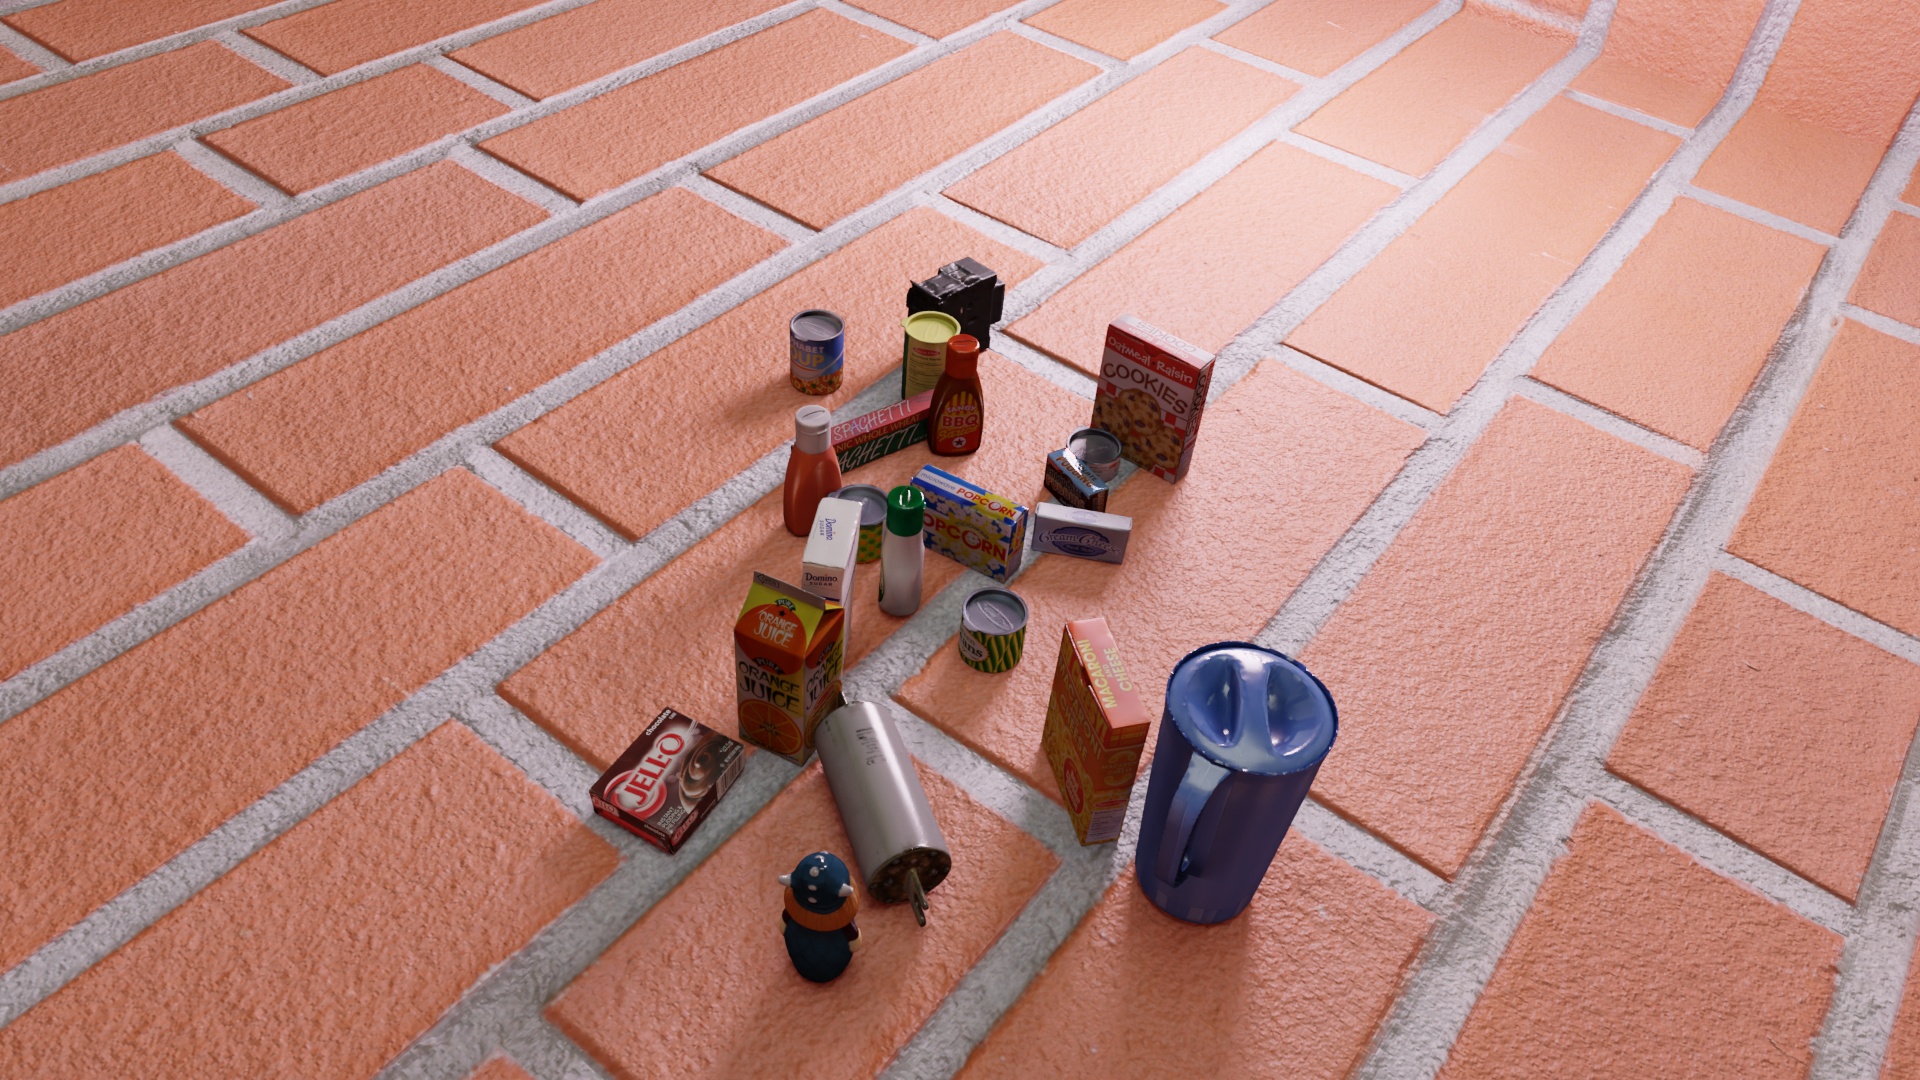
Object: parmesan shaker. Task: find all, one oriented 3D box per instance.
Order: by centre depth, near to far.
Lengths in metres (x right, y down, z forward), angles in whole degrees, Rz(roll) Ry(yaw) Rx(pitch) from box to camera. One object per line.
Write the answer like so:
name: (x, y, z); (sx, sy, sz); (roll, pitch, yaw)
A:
parmesan shaker: (-0.040, -0.215, 1.671); (0.071, 0.102, 0.072); (3, 43, -3)

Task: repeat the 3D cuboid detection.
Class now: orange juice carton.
orange juice carton: (-0.153, 0.106, 1.244); (0.072, 0.191, 0.073); (21, 45, 16)

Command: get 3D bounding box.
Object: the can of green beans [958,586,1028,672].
can of green beans: (0.032, 0.089, 1.384); (0.071, 0.057, 0.071); (3, 43, -3)

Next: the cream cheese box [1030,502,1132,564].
cream cheese box: (0.130, -0.007, 1.503); (0.104, 0.053, 0.024); (10, 43, 4)

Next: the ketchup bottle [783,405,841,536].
ketchup bottle: (-0.156, -0.074, 1.471); (0.065, 0.148, 0.043); (-23, 50, -28)

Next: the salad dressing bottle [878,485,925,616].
salad dressing bottle: (-0.058, 0.011, 1.392); (0.044, 0.146, 0.064); (8, 43, 2)

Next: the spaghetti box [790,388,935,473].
spaghetti box: (-0.084, -0.128, 1.610); (0.251, 0.049, 0.029); (-25, 51, -29)

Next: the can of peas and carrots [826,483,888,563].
can of peas and carrots: (-0.109, -0.018, 1.482); (0.071, 0.058, 0.071); (3, 43, -3)

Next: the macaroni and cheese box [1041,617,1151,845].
macaroni and cheese box: (0.116, 0.170, 1.227); (0.040, 0.165, 0.124); (-7, 44, -14)

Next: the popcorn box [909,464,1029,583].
popcorn box: (0.005, -0.019, 1.477); (0.127, 0.084, 0.038); (25, 46, 19)

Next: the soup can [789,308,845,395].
soup can: (-0.176, -0.226, 1.681); (0.071, 0.083, 0.072); (3, 43, -3)

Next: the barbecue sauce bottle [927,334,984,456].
barbecue sauce bottle: (-0.003, -0.166, 1.588); (0.065, 0.147, 0.044); (-6, 44, -12)

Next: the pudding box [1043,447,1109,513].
pudding box: (0.130, -0.061, 1.563); (0.030, 0.049, 0.084); (-20, 49, -26)

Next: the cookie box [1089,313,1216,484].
cookie box: (0.217, -0.162, 1.596); (0.123, 0.166, 0.040); (30, 48, 24)

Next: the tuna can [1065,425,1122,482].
tuna can: (0.153, -0.101, 1.621); (0.071, 0.032, 0.071); (3, 43, -3)
